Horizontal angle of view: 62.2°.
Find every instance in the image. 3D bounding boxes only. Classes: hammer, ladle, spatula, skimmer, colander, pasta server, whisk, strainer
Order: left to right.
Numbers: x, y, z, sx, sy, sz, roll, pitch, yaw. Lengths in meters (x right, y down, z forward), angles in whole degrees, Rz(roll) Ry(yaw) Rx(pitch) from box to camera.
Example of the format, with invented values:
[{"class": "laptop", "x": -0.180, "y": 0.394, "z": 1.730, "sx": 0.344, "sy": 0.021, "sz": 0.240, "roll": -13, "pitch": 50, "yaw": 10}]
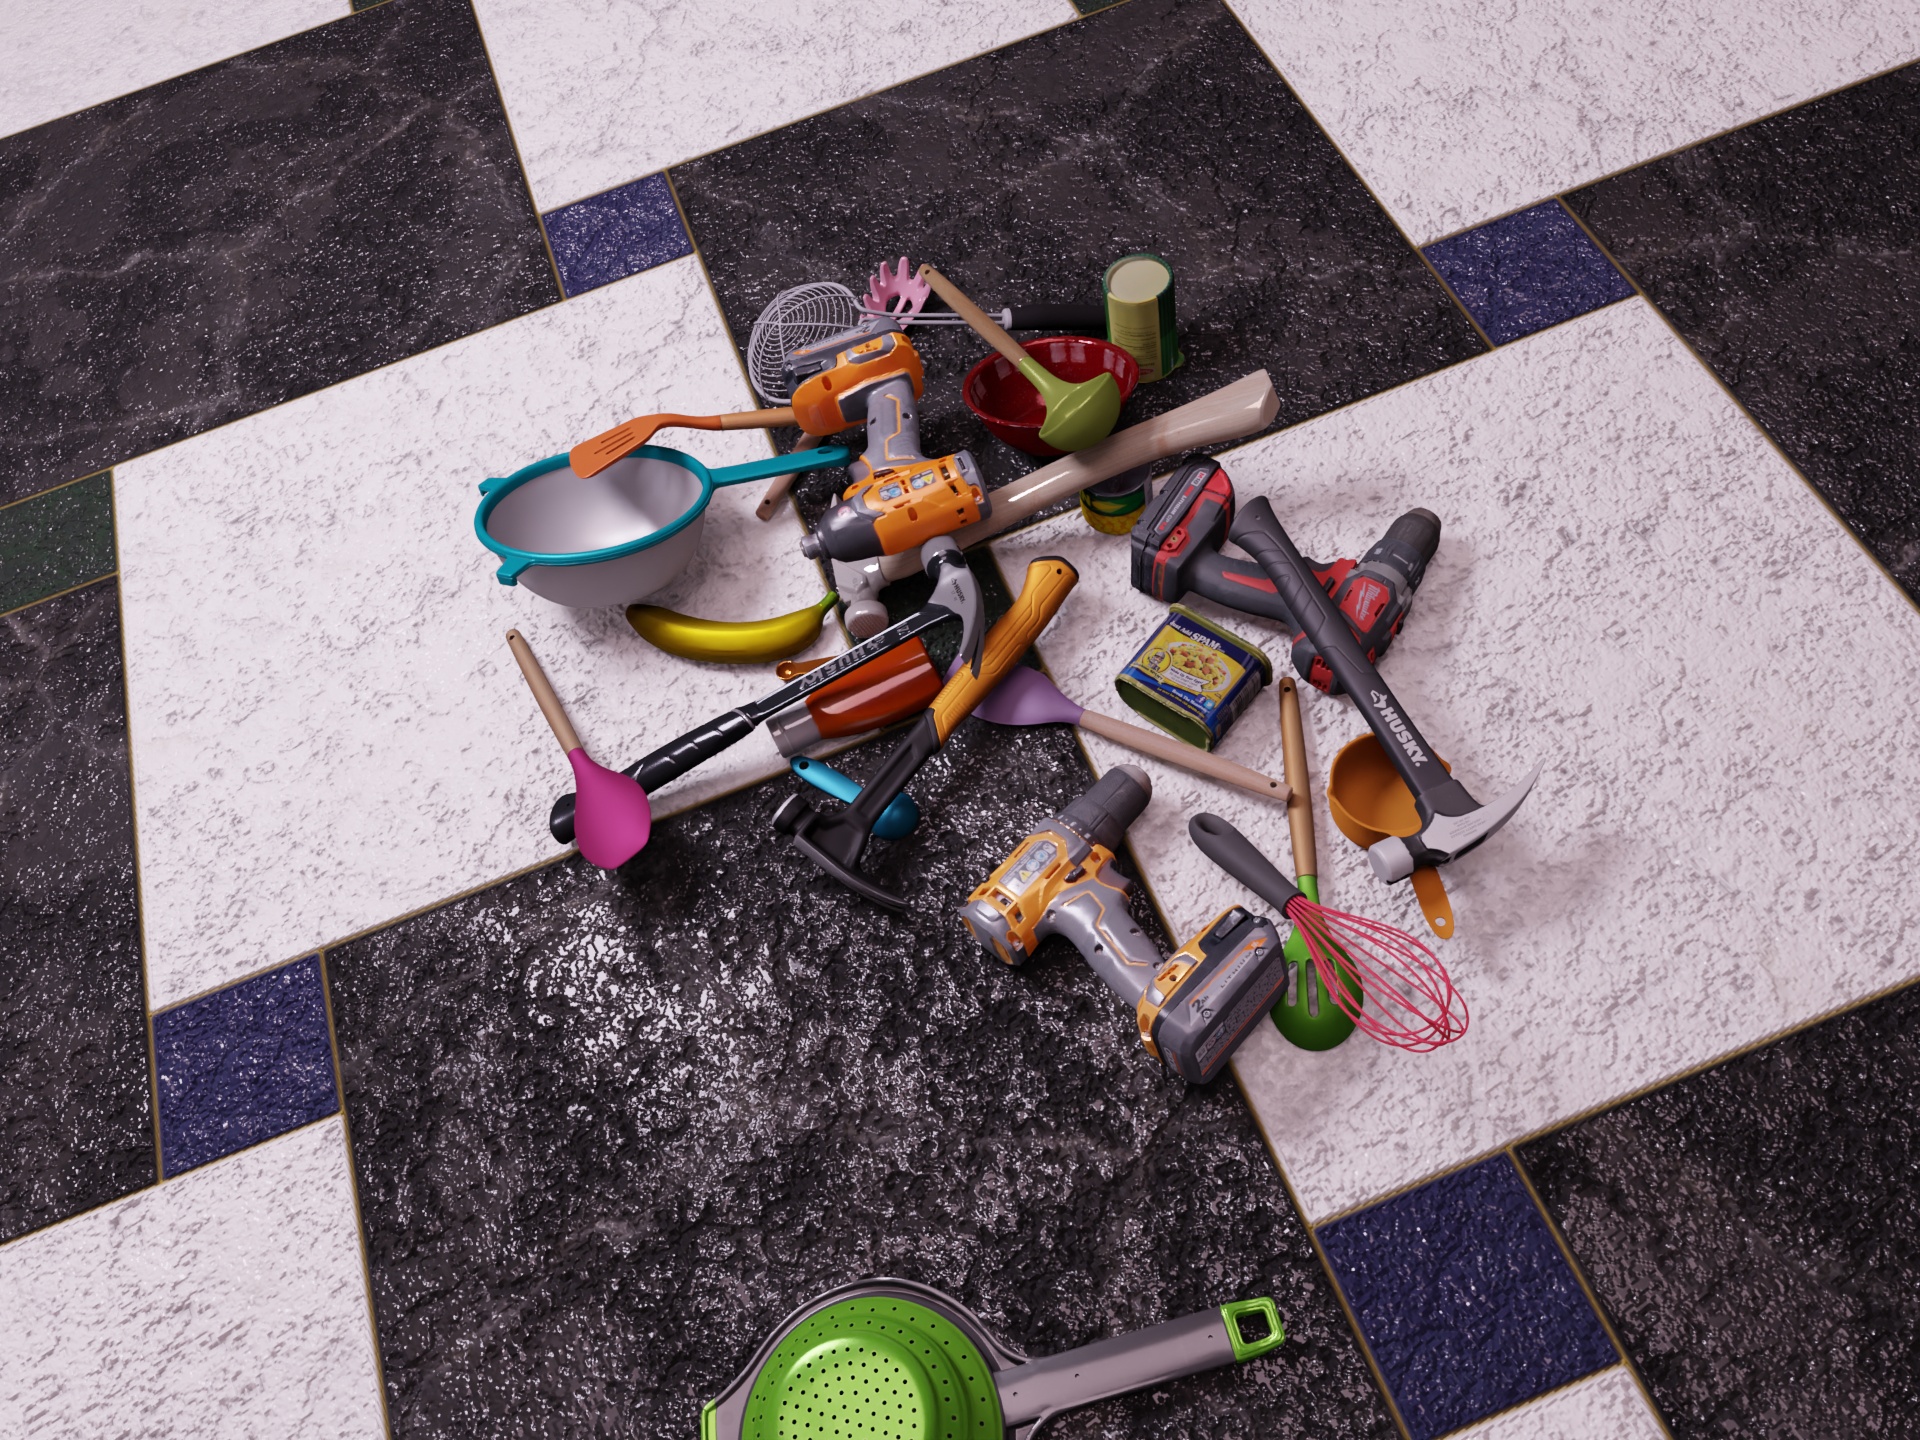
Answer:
[{"class": "strainer", "x": -0.261, "y": -0.177, "z": 1.445, "sx": 0.340, "sy": 0.095, "sz": 0.211, "roll": -14, "pitch": 37, "yaw": -13}, {"class": "spatula", "x": -0.198, "y": -0.269, "z": 1.472, "sx": 0.322, "sy": 0.041, "sz": 0.081, "roll": -9, "pitch": 31, "yaw": -18}, {"class": "hammer", "x": -0.160, "y": -0.006, "z": 1.306, "sx": 0.409, "sy": 0.036, "sz": 0.149, "roll": -29, "pitch": 43, "yaw": 6}, {"class": "pasta server", "x": -0.116, "y": -0.321, "z": 1.535, "sx": 0.060, "sy": 0.040, "sz": 0.316, "roll": 25, "pitch": 67, "yaw": 9}, {"class": "skimmer", "x": -0.020, "y": -0.365, "z": 1.525, "sx": 0.363, "sy": 0.090, "sz": 0.127, "roll": -3, "pitch": 64, "yaw": -12}, {"class": "hammer", "x": -0.002, "y": -0.004, "z": 1.299, "sx": 0.127, "sy": 0.034, "sz": 0.337, "roll": 37, "pitch": 69, "yaw": 4}, {"class": "colander", "x": 0.015, "y": 0.434, "z": 1.022, "sx": 0.397, "sy": 0.094, "sz": 0.205, "roll": -16, "pitch": 58, "yaw": 0}, {"class": "ladle", "x": 0.038, "y": -0.334, "z": 1.400, "sx": 0.078, "sy": 0.062, "sz": 0.320, "roll": -42, "pitch": 52, "yaw": 5}, {"class": "hammer", "x": 0.073, "y": -0.209, "z": 1.372, "sx": 0.410, "sy": 0.038, "sz": 0.146, "roll": -22, "pitch": 56, "yaw": 15}, {"class": "spatula", "x": 0.122, "y": 0.008, "z": 1.298, "sx": 0.316, "sy": 0.018, "sz": 0.060, "roll": 21, "pitch": 69, "yaw": 26}, {"class": "whisk", "x": 0.252, "y": 0.143, "z": 1.138, "sx": 0.073, "sy": 0.073, "sz": 0.296, "roll": -33, "pitch": 38, "yaw": -10}, {"class": "hammer", "x": 0.305, "y": -0.043, "z": 1.220, "sx": 0.146, "sy": 0.035, "sz": 0.335, "roll": -23, "pitch": 63, "yaw": -7}]

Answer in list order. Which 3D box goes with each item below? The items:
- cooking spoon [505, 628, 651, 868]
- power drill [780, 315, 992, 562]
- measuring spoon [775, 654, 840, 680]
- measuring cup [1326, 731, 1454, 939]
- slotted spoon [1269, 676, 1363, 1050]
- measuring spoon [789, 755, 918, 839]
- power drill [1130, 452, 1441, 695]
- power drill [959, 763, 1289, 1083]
[{"class": "cooking spoon", "x": -0.335, "y": 0.014, "z": 1.350, "sx": 0.069, "sy": 0.017, "sz": 0.319, "roll": -38, "pitch": 49, "yaw": -1}, {"class": "power drill", "x": -0.083, "y": -0.235, "z": 1.382, "sx": 0.164, "sy": 0.084, "sz": 0.227, "roll": -22, "pitch": 56, "yaw": -1}, {"class": "measuring spoon", "x": -0.103, "y": -0.047, "z": 1.385, "sx": 0.117, "sy": 0.011, "sz": 0.021, "roll": -6, "pitch": 57, "yaw": 2}, {"class": "measuring cup", "x": 0.334, "y": 0.093, "z": 1.197, "sx": 0.095, "sy": 0.052, "sz": 0.174, "roll": -14, "pitch": 60, "yaw": 2}, {"class": "slotted spoon", "x": 0.262, "y": 0.099, "z": 1.221, "sx": 0.070, "sy": 0.031, "sz": 0.314, "roll": -7, "pitch": 56, "yaw": 15}, {"class": "measuring spoon", "x": -0.092, "y": 0.056, "z": 1.312, "sx": 0.129, "sy": 0.021, "sz": 0.042, "roll": 27, "pitch": 67, "yaw": 23}, {"class": "power drill", "x": 0.275, "y": -0.139, "z": 1.335, "sx": 0.227, "sy": 0.080, "sz": 0.188, "roll": 29, "pitch": 66, "yaw": 21}, {"class": "power drill", "x": 0.136, "y": 0.139, "z": 1.182, "sx": 0.226, "sy": 0.084, "sz": 0.185, "roll": 32, "pitch": 68, "yaw": 36}]
